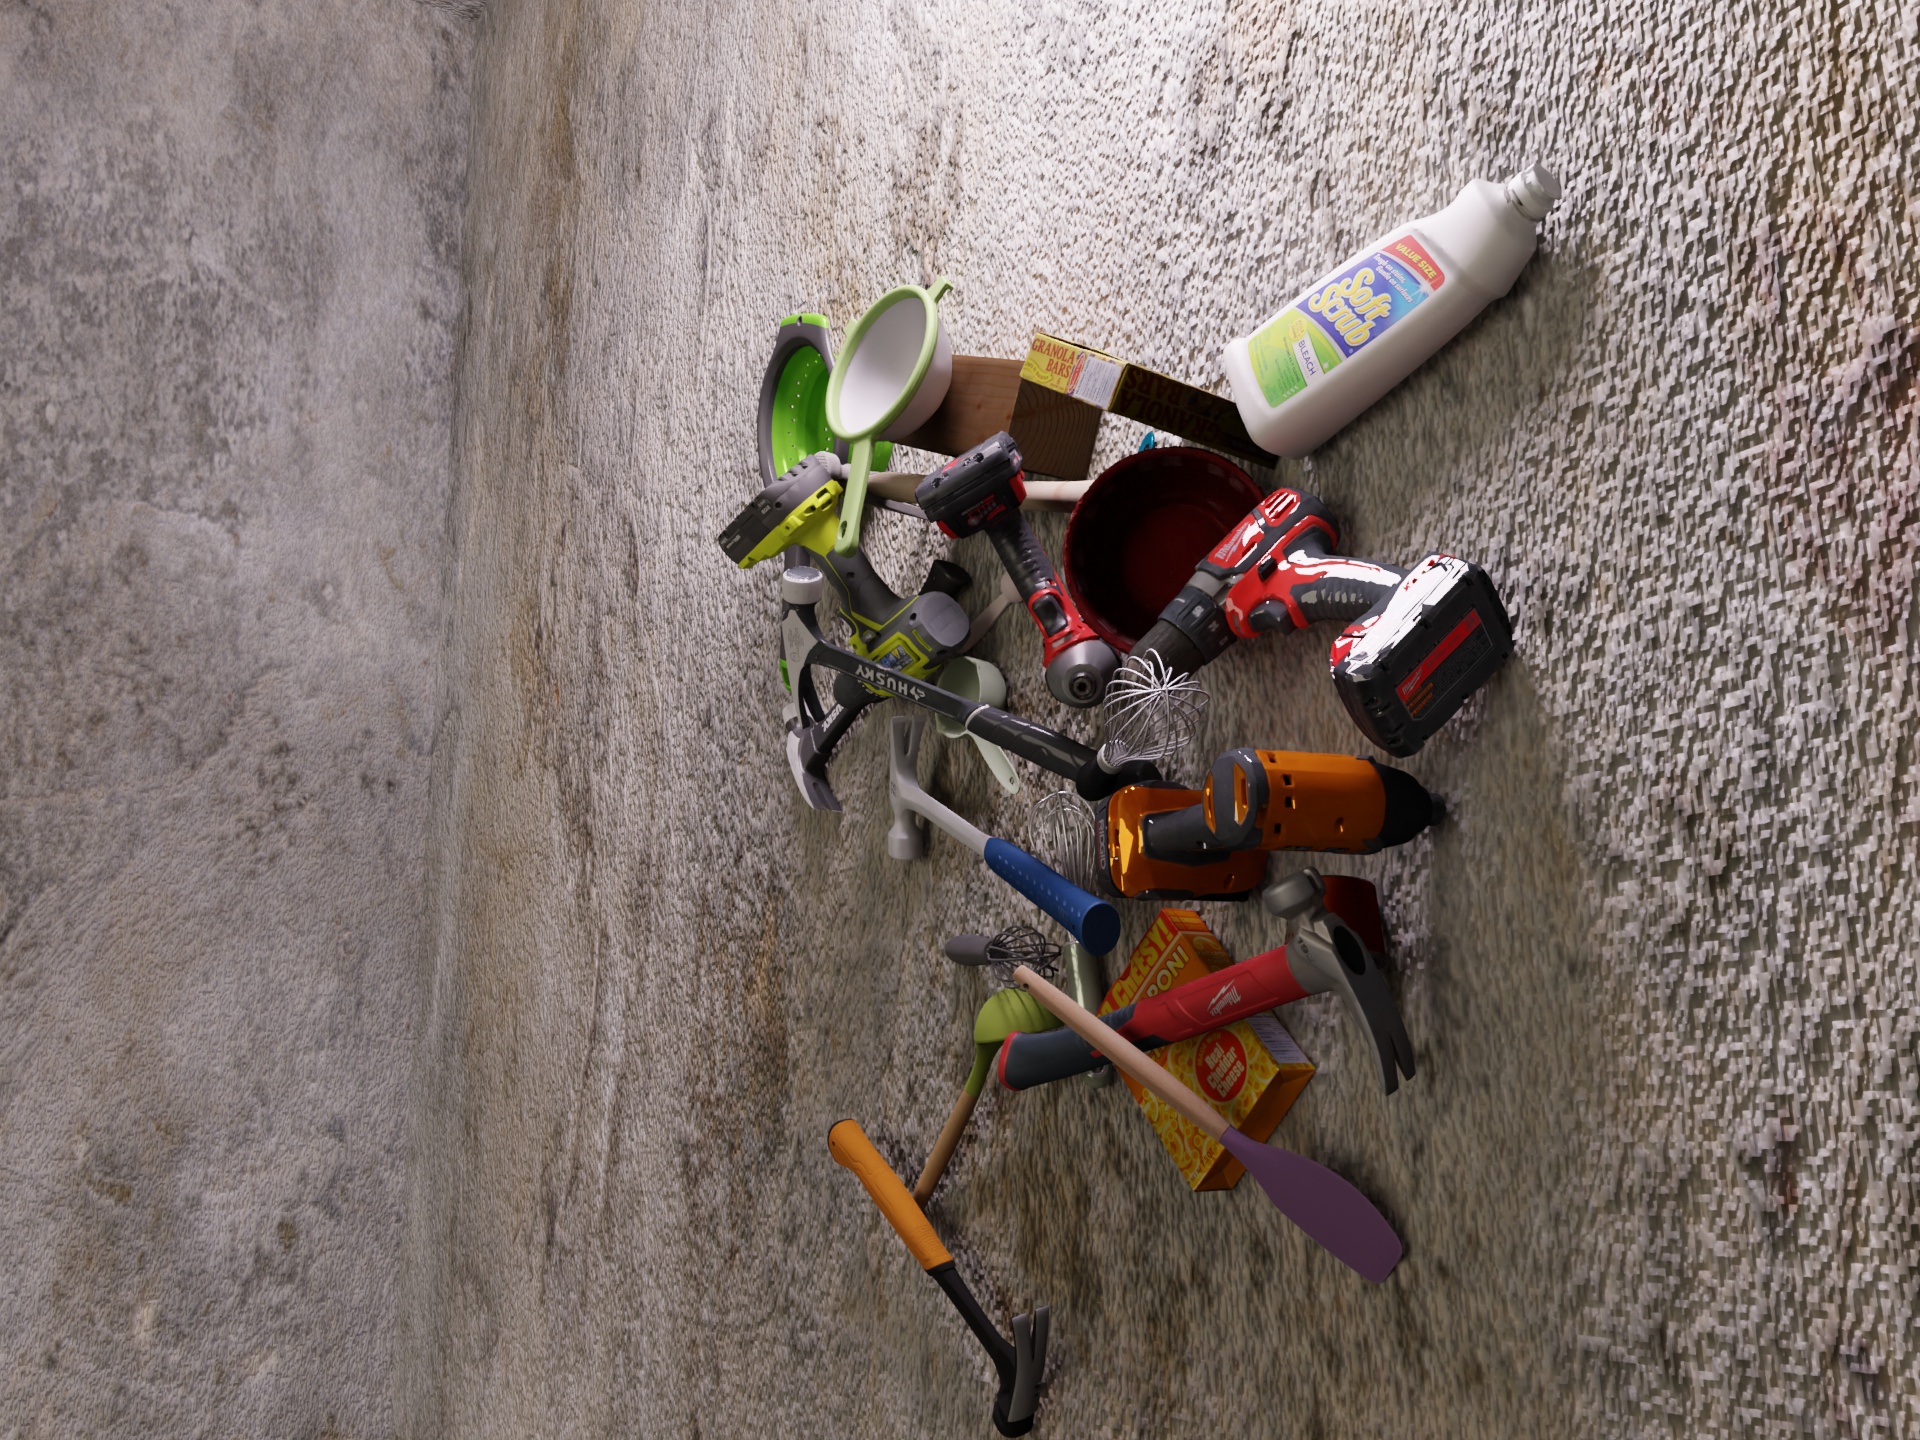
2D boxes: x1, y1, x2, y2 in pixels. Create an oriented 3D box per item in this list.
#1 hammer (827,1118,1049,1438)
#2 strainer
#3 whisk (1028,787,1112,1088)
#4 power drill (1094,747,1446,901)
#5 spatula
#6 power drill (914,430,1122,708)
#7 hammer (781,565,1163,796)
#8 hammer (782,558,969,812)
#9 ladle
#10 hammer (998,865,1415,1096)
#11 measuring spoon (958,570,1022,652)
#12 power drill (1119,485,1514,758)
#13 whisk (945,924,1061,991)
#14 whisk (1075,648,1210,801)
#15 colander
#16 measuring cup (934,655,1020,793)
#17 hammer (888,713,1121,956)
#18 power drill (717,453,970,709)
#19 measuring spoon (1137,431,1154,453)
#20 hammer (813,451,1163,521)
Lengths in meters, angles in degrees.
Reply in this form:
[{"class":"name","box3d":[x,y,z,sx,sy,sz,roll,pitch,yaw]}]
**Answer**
[{"class":"hammer","box3d":[-0.029,0.452,1.379,0.337,0.034,0.127,39,131,49]},{"class":"strainer","box3d":[-0.059,-0.255,1.403,0.151,0.069,0.256,-8,67,50]},{"class":"whisk","box3d":[0.095,0.174,1.292,0.059,0.058,0.246,90,174,-73]},{"class":"power drill","box3d":[0.203,0.071,1.068,0.226,0.164,0.084,149,122,-64]},{"class":"spatula","box3d":[0.159,0.261,1.074,0.316,0.018,0.059,35,127,25]},{"class":"power drill","box3d":[0.056,-0.110,1.246,0.078,0.219,0.143,-29,11,12]},{"class":"hammer","box3d":[-0.002,-0.004,1.350,0.409,0.036,0.149,24,124,33]},{"class":"hammer","box3d":[-0.087,-0.043,1.616,0.334,0.035,0.146,-49,45,39]},{"class":"ladle","box3d":[0.009,0.346,1.372,0.062,0.078,0.320,49,131,36]},{"class":"hammer","box3d":[0.147,0.224,1.112,0.386,0.038,0.143,-36,78,52]},{"class":"measuring spoon","box3d":[0.024,-0.100,1.475,0.124,0.018,0.034,-47,47,42]},{"class":"power drill","box3d":[0.224,-0.057,1.052,0.188,0.080,0.227,-44,36,-7]},{"class":"whisk","box3d":[0.027,0.198,1.343,0.239,0.055,0.055,161,114,-72]},{"class":"whisk","box3d":[0.114,0.019,1.115,0.284,0.070,0.070,109,160,-74]},{"class":"colander","box3d":[-0.138,-0.225,1.691,0.205,0.094,0.397,21,110,57]},{"class":"measuring cup","box3d":[0.029,0.009,1.429,0.083,0.038,0.168,-61,41,29]},{"class":"hammer","box3d":[0.022,0.102,1.344,0.406,0.035,0.144,-151,58,-63]},{"class":"power drill","box3d":[-0.117,-0.118,1.498,0.228,0.080,0.190,49,141,-7]},{"class":"measuring spoon","box3d":[0.149,-0.175,1.313,0.042,0.021,0.129,-1,73,58]},{"class":"hammer","box3d":[0.036,-0.198,1.404,0.411,0.146,0.038,13,92,50]}]
